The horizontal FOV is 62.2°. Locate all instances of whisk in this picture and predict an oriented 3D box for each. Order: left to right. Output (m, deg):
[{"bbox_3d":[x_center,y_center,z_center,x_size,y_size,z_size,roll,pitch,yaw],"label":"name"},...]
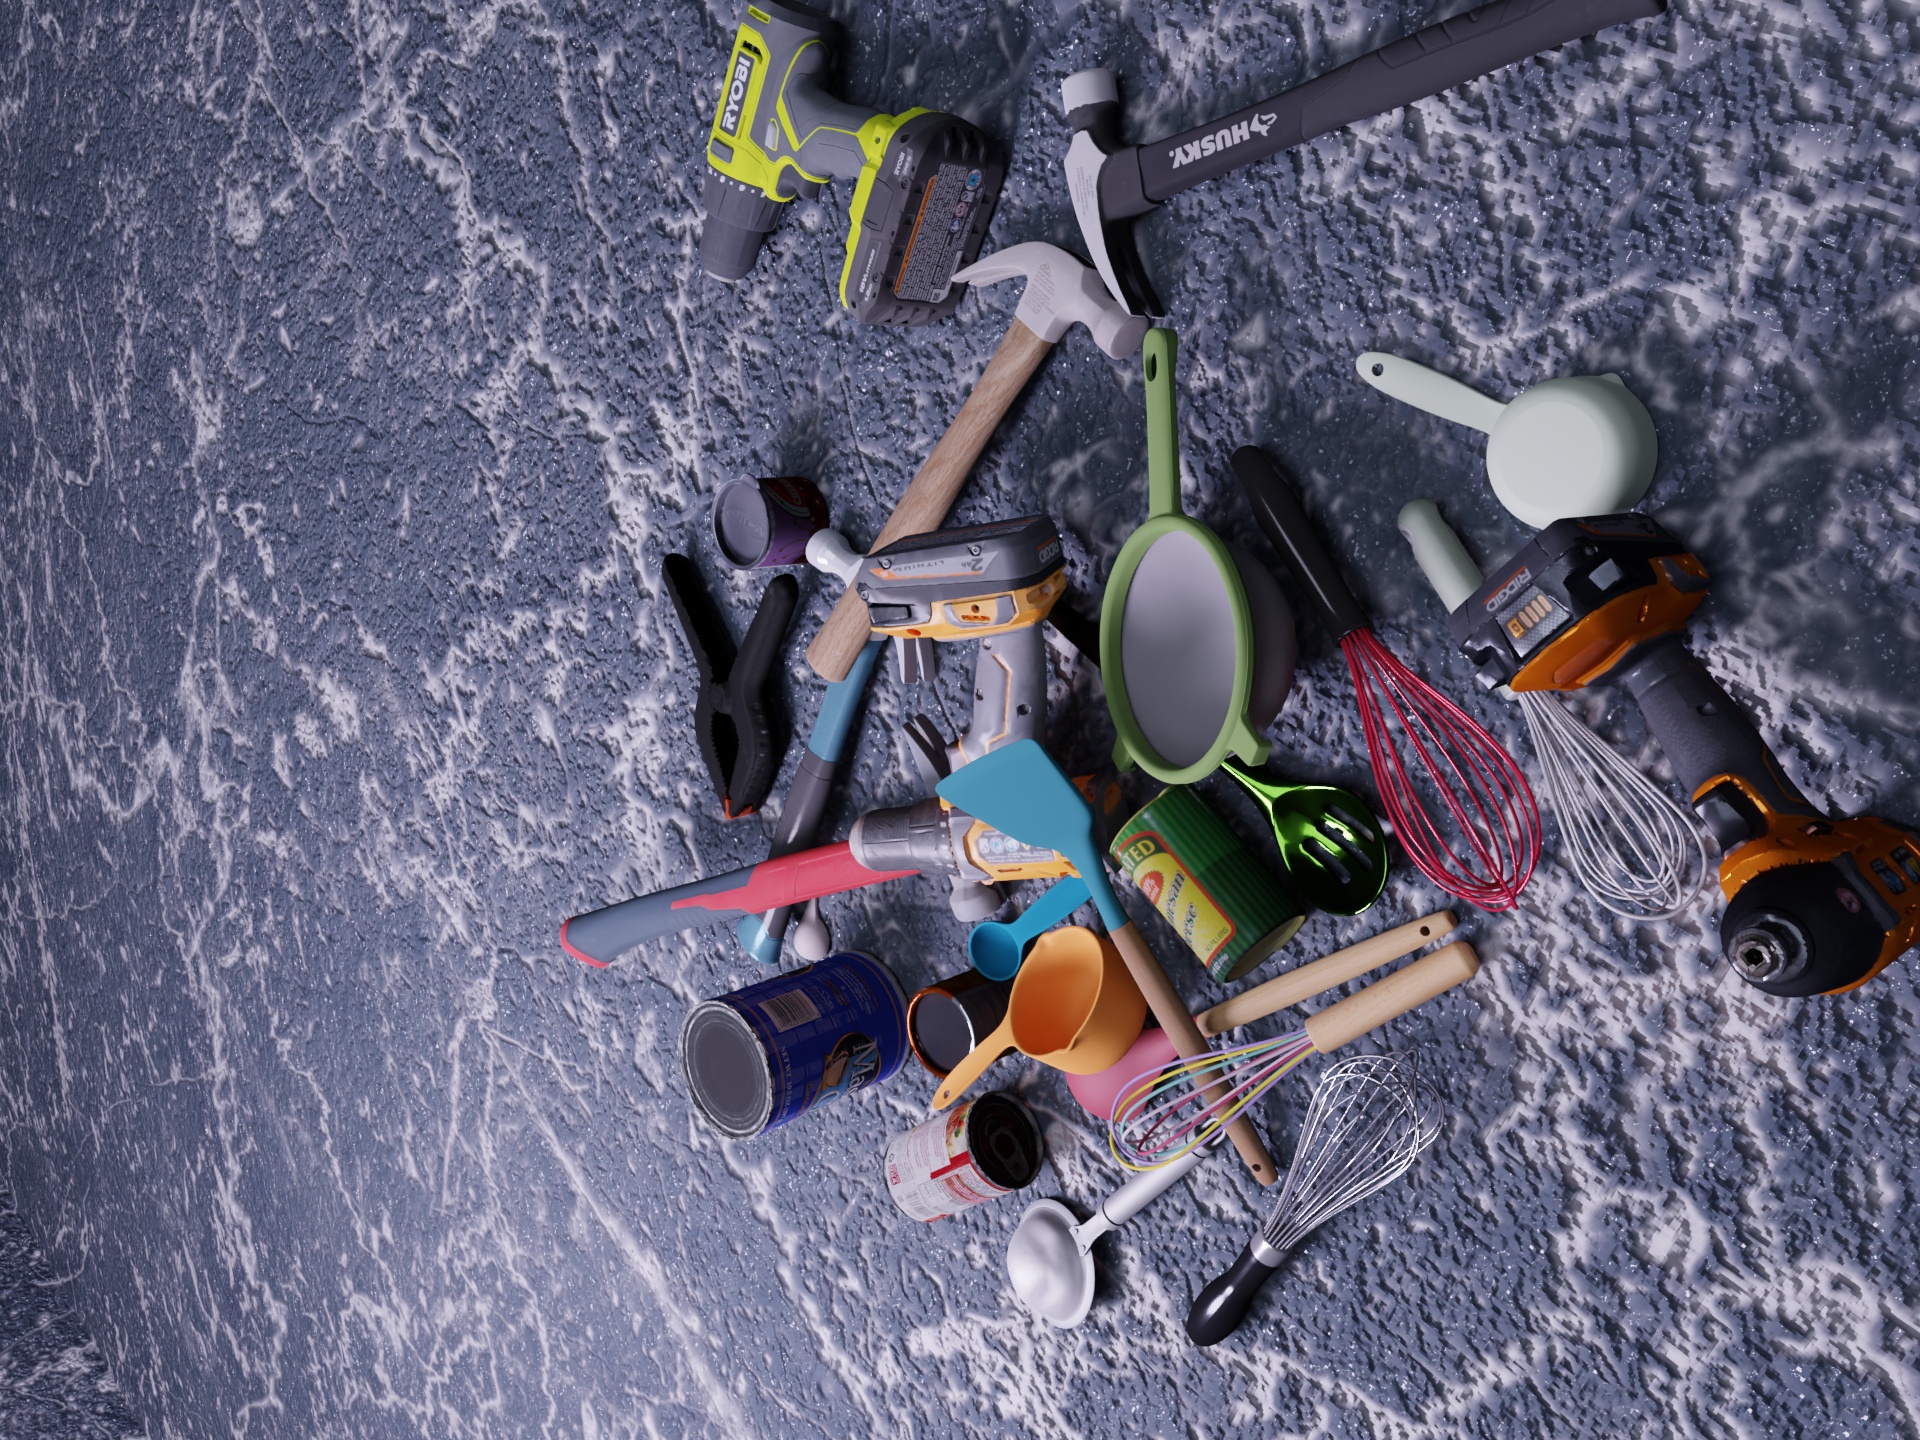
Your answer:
[{"bbox_3d":[0.185,0.193,0.904,0.245,0.047,0.051,-35,103,23],"label":"whisk"},{"bbox_3d":[0.200,0.291,0.942,0.070,0.070,0.284,45,131,27],"label":"whisk"},{"bbox_3d":[0.221,-0.030,0.853,0.073,0.073,0.296,-44,64,39],"label":"whisk"},{"bbox_3d":[0.292,-0.011,0.804,0.059,0.057,0.246,-29,72,7],"label":"whisk"}]

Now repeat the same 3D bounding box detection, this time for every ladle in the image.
[{"bbox_3d":[0.168,0.178,0.965,0.315,0.031,0.069,-35,74,39],"label":"ladle"}]

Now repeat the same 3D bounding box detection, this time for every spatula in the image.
[{"bbox_3d":[0.102,0.150,0.950,0.082,0.044,0.317,-28,95,36],"label":"spatula"}]

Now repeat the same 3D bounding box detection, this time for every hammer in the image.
[{"bbox_3d":[-0.154,0.109,1.167,0.386,0.038,0.143,-17,98,30],"label":"hammer"},{"bbox_3d":[-0.105,0.035,1.172,0.128,0.033,0.331,35,117,32],"label":"hammer"},{"bbox_3d":[-0.013,-0.160,1.036,0.130,0.031,0.331,50,120,27],"label":"hammer"},{"bbox_3d":[0.195,-0.319,0.833,0.335,0.035,0.146,-7,93,43],"label":"hammer"}]

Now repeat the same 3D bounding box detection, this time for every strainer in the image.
[{"bbox_3d":[0.093,0.331,1.057,0.258,0.050,0.087,-50,50,33],"label":"strainer"},{"bbox_3d":[0.140,-0.093,0.899,0.151,0.069,0.256,171,97,-66],"label":"strainer"}]

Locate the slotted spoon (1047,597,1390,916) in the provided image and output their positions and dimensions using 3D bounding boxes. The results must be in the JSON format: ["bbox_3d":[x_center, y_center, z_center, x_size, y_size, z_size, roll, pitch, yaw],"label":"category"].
[{"bbox_3d":[0.139,0.002,0.956,0.314,0.031,0.070,44,123,30],"label":"slotted spoon"}]

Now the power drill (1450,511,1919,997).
[{"bbox_3d":[0.322,0.017,0.697,0.084,0.164,0.227,-49,64,38],"label":"power drill"}]

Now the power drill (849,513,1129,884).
[{"bbox_3d":[-0.002,-0.003,1.001,0.185,0.084,0.226,-6,106,24],"label":"power drill"}]

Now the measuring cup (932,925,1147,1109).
[{"bbox_3d":[0.052,0.208,1.029,0.173,0.052,0.095,-47,32,26],"label":"measuring cup"}]

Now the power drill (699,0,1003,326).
[{"bbox_3d":[-0.090,-0.354,1.062,0.229,0.080,0.190,41,123,32],"label":"power drill"}]

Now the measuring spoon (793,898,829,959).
[{"bbox_3d":[-0.124,0.126,1.228,0.034,0.018,0.124,-2,97,43],"label":"measuring spoon"}]

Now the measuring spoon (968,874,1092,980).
[{"bbox_3d":[0.056,0.131,1.069,0.128,0.021,0.042,-41,77,30],"label":"measuring spoon"}]

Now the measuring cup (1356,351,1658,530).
[{"bbox_3d":[0.263,-0.151,0.800,0.168,0.038,0.083,34,120,31],"label":"measuring cup"}]
